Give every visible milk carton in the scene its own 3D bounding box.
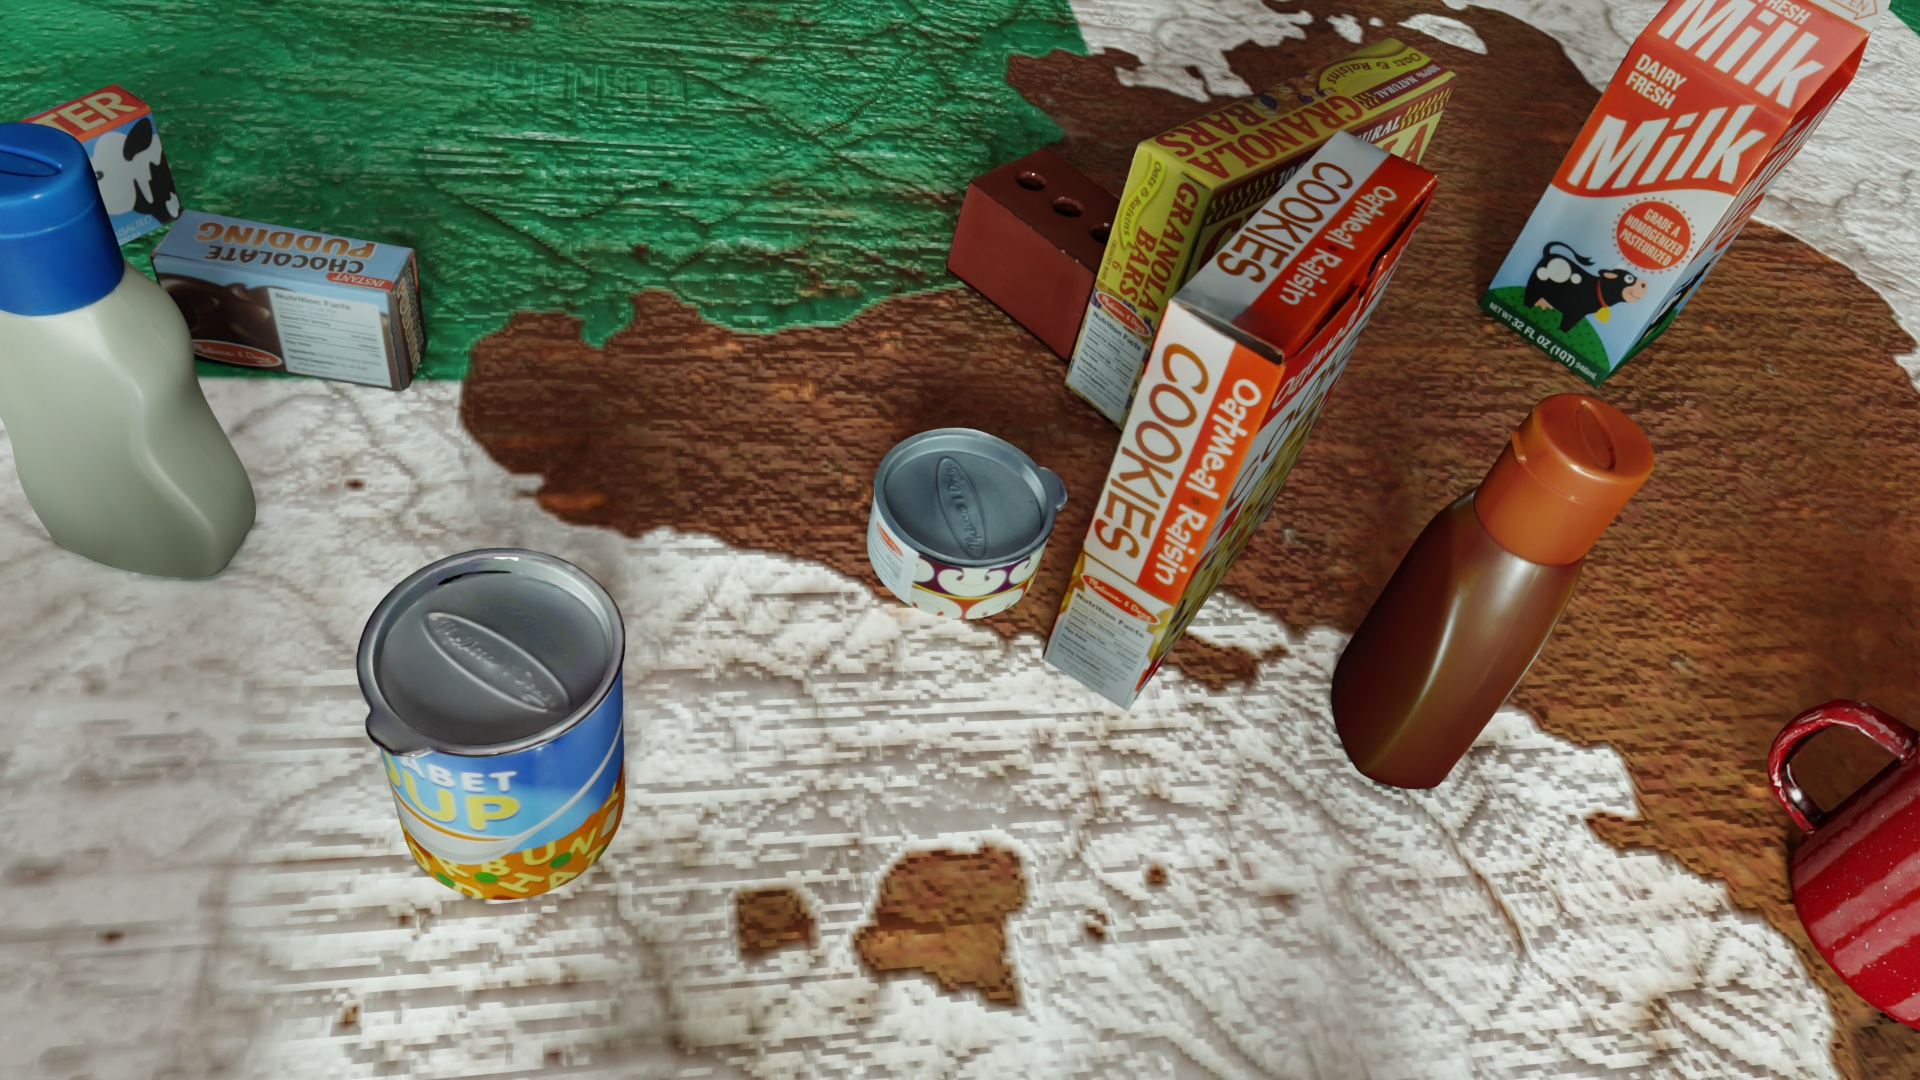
[{"bbox_3d":[0.318,-0.168,0.616,0.074,0.189,0.072,-32,63,-33],"label":"milk carton"}]

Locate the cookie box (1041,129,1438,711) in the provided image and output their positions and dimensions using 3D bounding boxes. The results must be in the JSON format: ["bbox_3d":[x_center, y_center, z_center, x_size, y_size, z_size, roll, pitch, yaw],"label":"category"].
[{"bbox_3d":[0.090,-0.037,0.464,0.040,0.166,0.123,32,50,15],"label":"cookie box"}]

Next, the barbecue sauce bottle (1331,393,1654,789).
[{"bbox_3d":[0.166,0.017,0.447,0.044,0.147,0.065,11,48,-4],"label":"barbecue sauce bottle"}]

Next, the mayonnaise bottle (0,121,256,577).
[{"bbox_3d":[-0.256,-0.050,0.409,0.065,0.147,0.041,13,48,-1],"label":"mayonnaise bottle"}]

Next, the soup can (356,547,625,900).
[{"bbox_3d":[-0.130,0.055,0.389,0.071,0.083,0.072,7,48,-7],"label":"soup can"}]

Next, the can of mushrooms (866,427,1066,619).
[{"bbox_3d":[0.002,-0.006,0.507,0.071,0.033,0.071,7,48,-7],"label":"can of mushrooms"}]

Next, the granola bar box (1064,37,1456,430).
[{"bbox_3d":[0.126,-0.129,0.582,0.166,0.123,0.039,-31,62,-33],"label":"granola bar box"}]

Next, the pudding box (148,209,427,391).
[{"bbox_3d":[-0.244,-0.088,0.511,0.084,0.049,0.030,8,48,-6],"label":"pudding box"}]

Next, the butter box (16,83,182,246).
[{"bbox_3d":[-0.347,-0.125,0.517,0.024,0.052,0.104,32,50,15],"label":"butter box"}]
